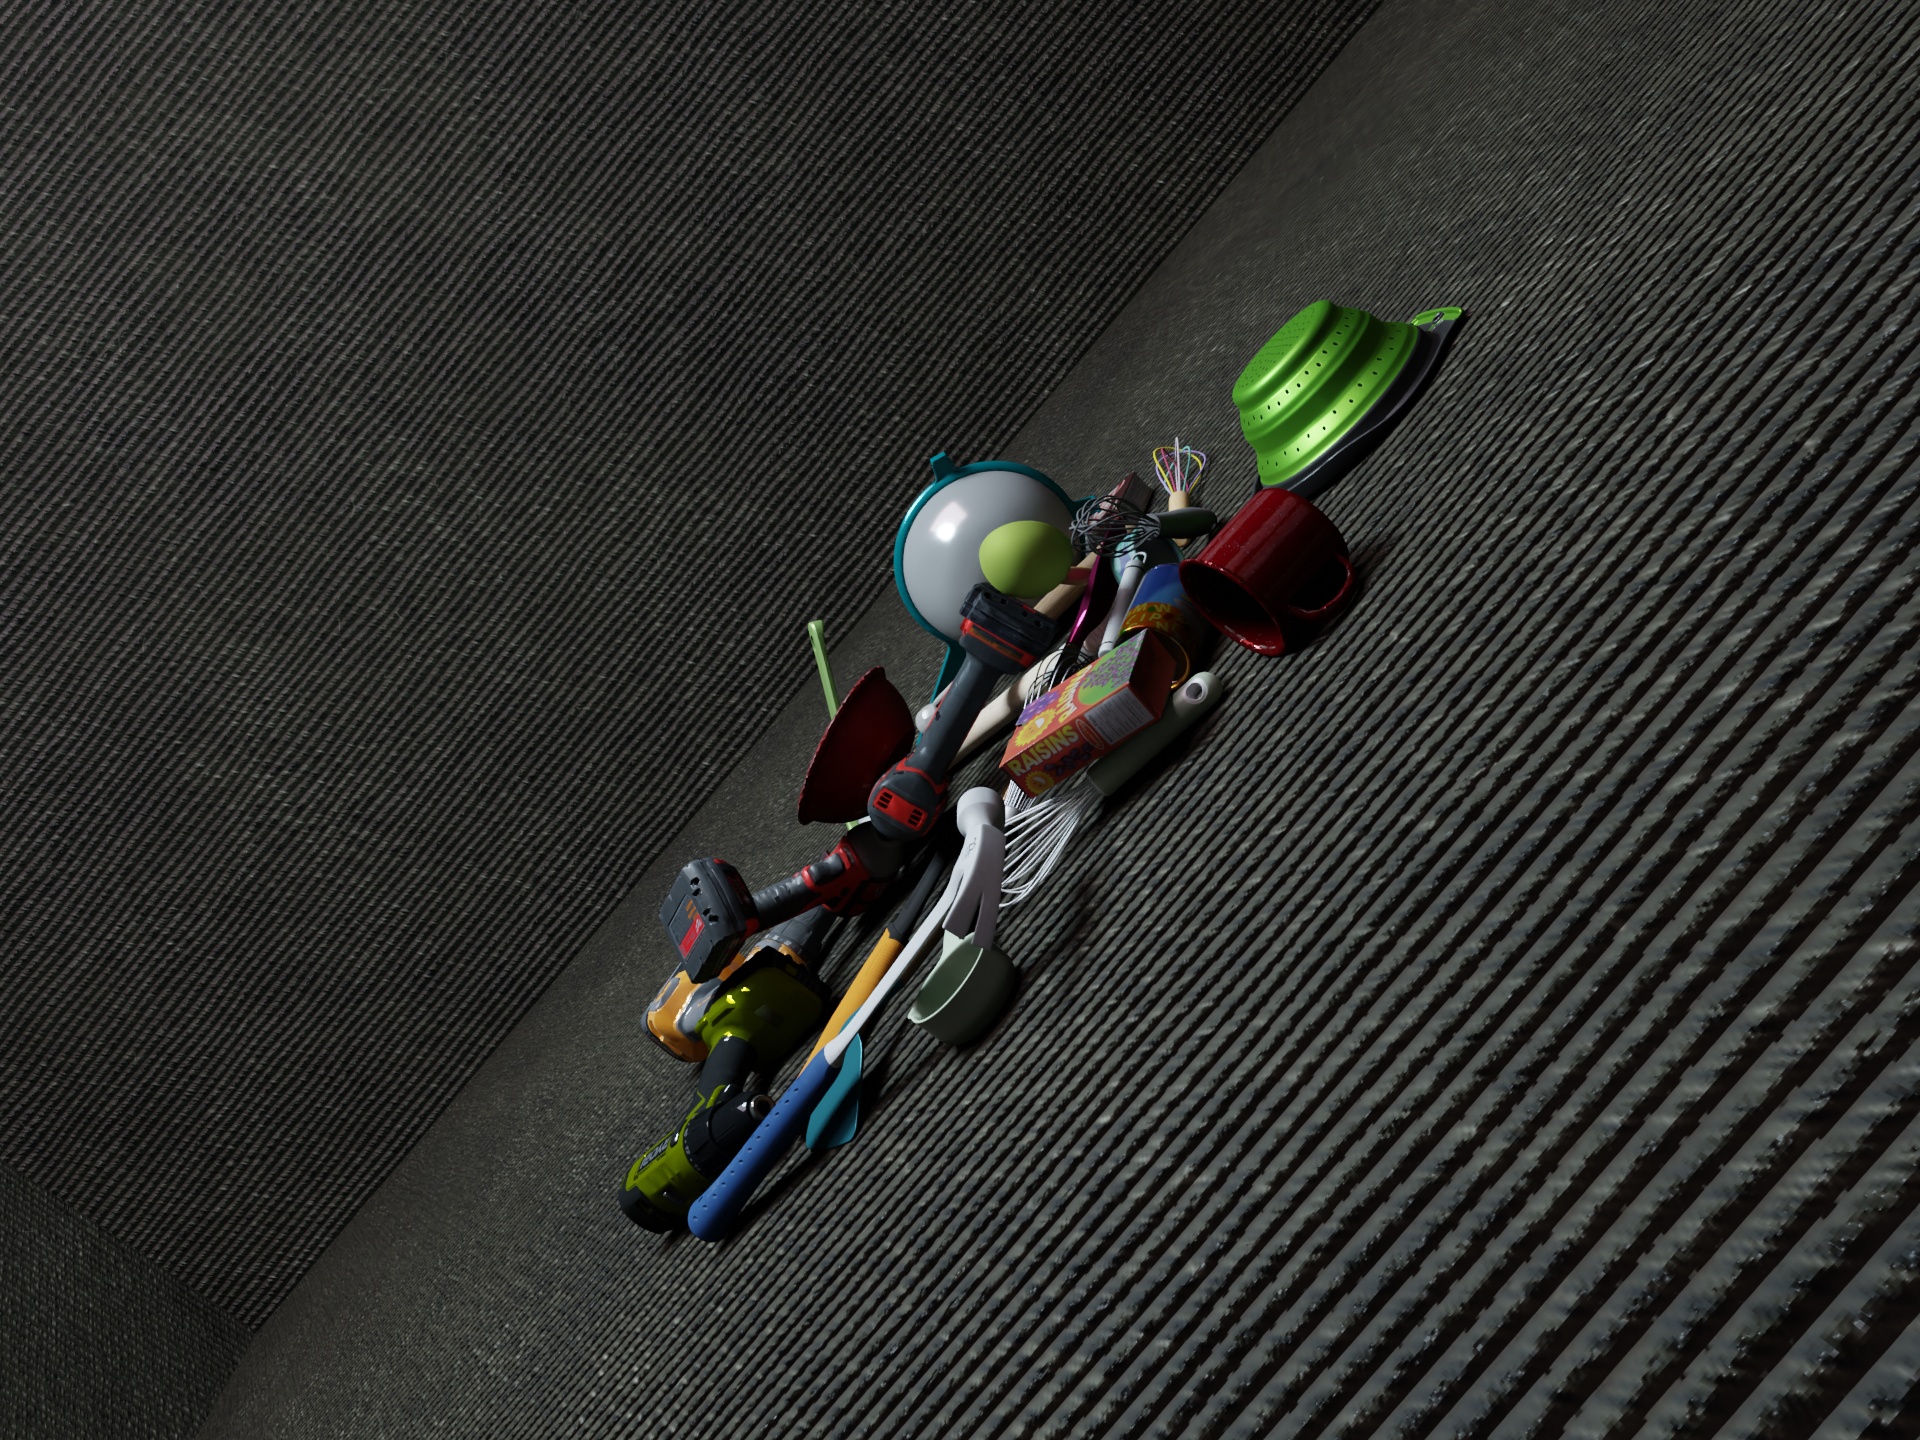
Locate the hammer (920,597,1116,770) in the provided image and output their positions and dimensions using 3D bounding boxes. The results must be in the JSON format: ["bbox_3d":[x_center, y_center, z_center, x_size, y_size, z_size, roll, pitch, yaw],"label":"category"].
[{"bbox_3d":[0.016,0.009,1.618,0.410,0.038,0.146,-40,14,44],"label":"hammer"}]

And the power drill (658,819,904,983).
[{"bbox_3d":[-0.151,0.152,1.450,0.219,0.079,0.143,-17,-23,-34],"label":"power drill"}]

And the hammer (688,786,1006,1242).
[{"bbox_3d":[-0.085,0.231,1.117,0.405,0.035,0.144,-55,14,24],"label":"hammer"}]

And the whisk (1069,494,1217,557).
[{"bbox_3d":[0.165,-0.170,1.374,0.055,0.055,0.239,-43,-17,32],"label":"whisk"}]

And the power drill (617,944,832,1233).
[{"bbox_3d":[-0.188,0.304,1.343,0.190,0.080,0.229,-43,16,36],"label":"power drill"}]

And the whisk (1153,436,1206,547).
[{"bbox_3d":[0.217,-0.229,1.603,0.051,0.047,0.245,-43,16,26],"label":"whisk"}]

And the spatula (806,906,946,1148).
[{"bbox_3d":[-0.029,0.190,1.232,0.318,0.044,0.082,-52,11,-34],"label":"spatula"}]

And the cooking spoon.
[{"bbox_3d":[0.090,-0.043,1.401,0.319,0.017,0.068,-66,-27,-22],"label":"cooking spoon"}]

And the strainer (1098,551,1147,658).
[{"bbox_3d":[0.122,-0.047,1.289,0.087,0.050,0.259,-10,44,33],"label":"strainer"}]

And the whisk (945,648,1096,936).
[{"bbox_3d":[0.053,0.056,1.280,0.070,0.070,0.285,-33,26,57],"label":"whisk"}]

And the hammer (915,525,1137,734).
[{"bbox_3d":[0.084,-0.107,1.587,0.331,0.031,0.130,-44,1,-36],"label":"hammer"}]

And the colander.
[{"bbox_3d":[0.241,-0.217,1.325,0.397,0.094,0.204,-49,11,5],"label":"colander"}]

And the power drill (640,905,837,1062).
[{"bbox_3d":[-0.218,0.258,1.610,0.226,0.084,0.185,-25,26,56],"label":"power drill"}]

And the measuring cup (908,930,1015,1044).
[{"bbox_3d":[0.007,0.170,1.117,0.083,0.038,0.168,-47,9,14],"label":"measuring cup"}]

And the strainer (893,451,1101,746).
[{"bbox_3d":[0.021,-0.102,1.692,0.095,0.211,0.340,-120,46,-66],"label":"strainer"}]

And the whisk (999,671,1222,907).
[{"bbox_3d":[0.095,0.051,1.154,0.246,0.058,0.059,-43,-28,15],"label":"whisk"}]

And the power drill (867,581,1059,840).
[{"bbox_3d":[-0.002,-0.004,1.392,0.226,0.080,0.188,-61,-2,7],"label":"power drill"}]

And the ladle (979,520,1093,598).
[{"bbox_3d":[0.093,-0.142,1.437,0.078,0.062,0.320,-15,0,18],"label":"ladle"}]

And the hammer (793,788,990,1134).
[{"bbox_3d":[-0.067,0.198,1.317,0.127,0.034,0.337,-36,18,49],"label":"hammer"}]

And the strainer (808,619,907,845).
[{"bbox_3d":[-0.092,0.019,1.600,0.069,0.256,0.151,-15,1,-16],"label":"strainer"}]
